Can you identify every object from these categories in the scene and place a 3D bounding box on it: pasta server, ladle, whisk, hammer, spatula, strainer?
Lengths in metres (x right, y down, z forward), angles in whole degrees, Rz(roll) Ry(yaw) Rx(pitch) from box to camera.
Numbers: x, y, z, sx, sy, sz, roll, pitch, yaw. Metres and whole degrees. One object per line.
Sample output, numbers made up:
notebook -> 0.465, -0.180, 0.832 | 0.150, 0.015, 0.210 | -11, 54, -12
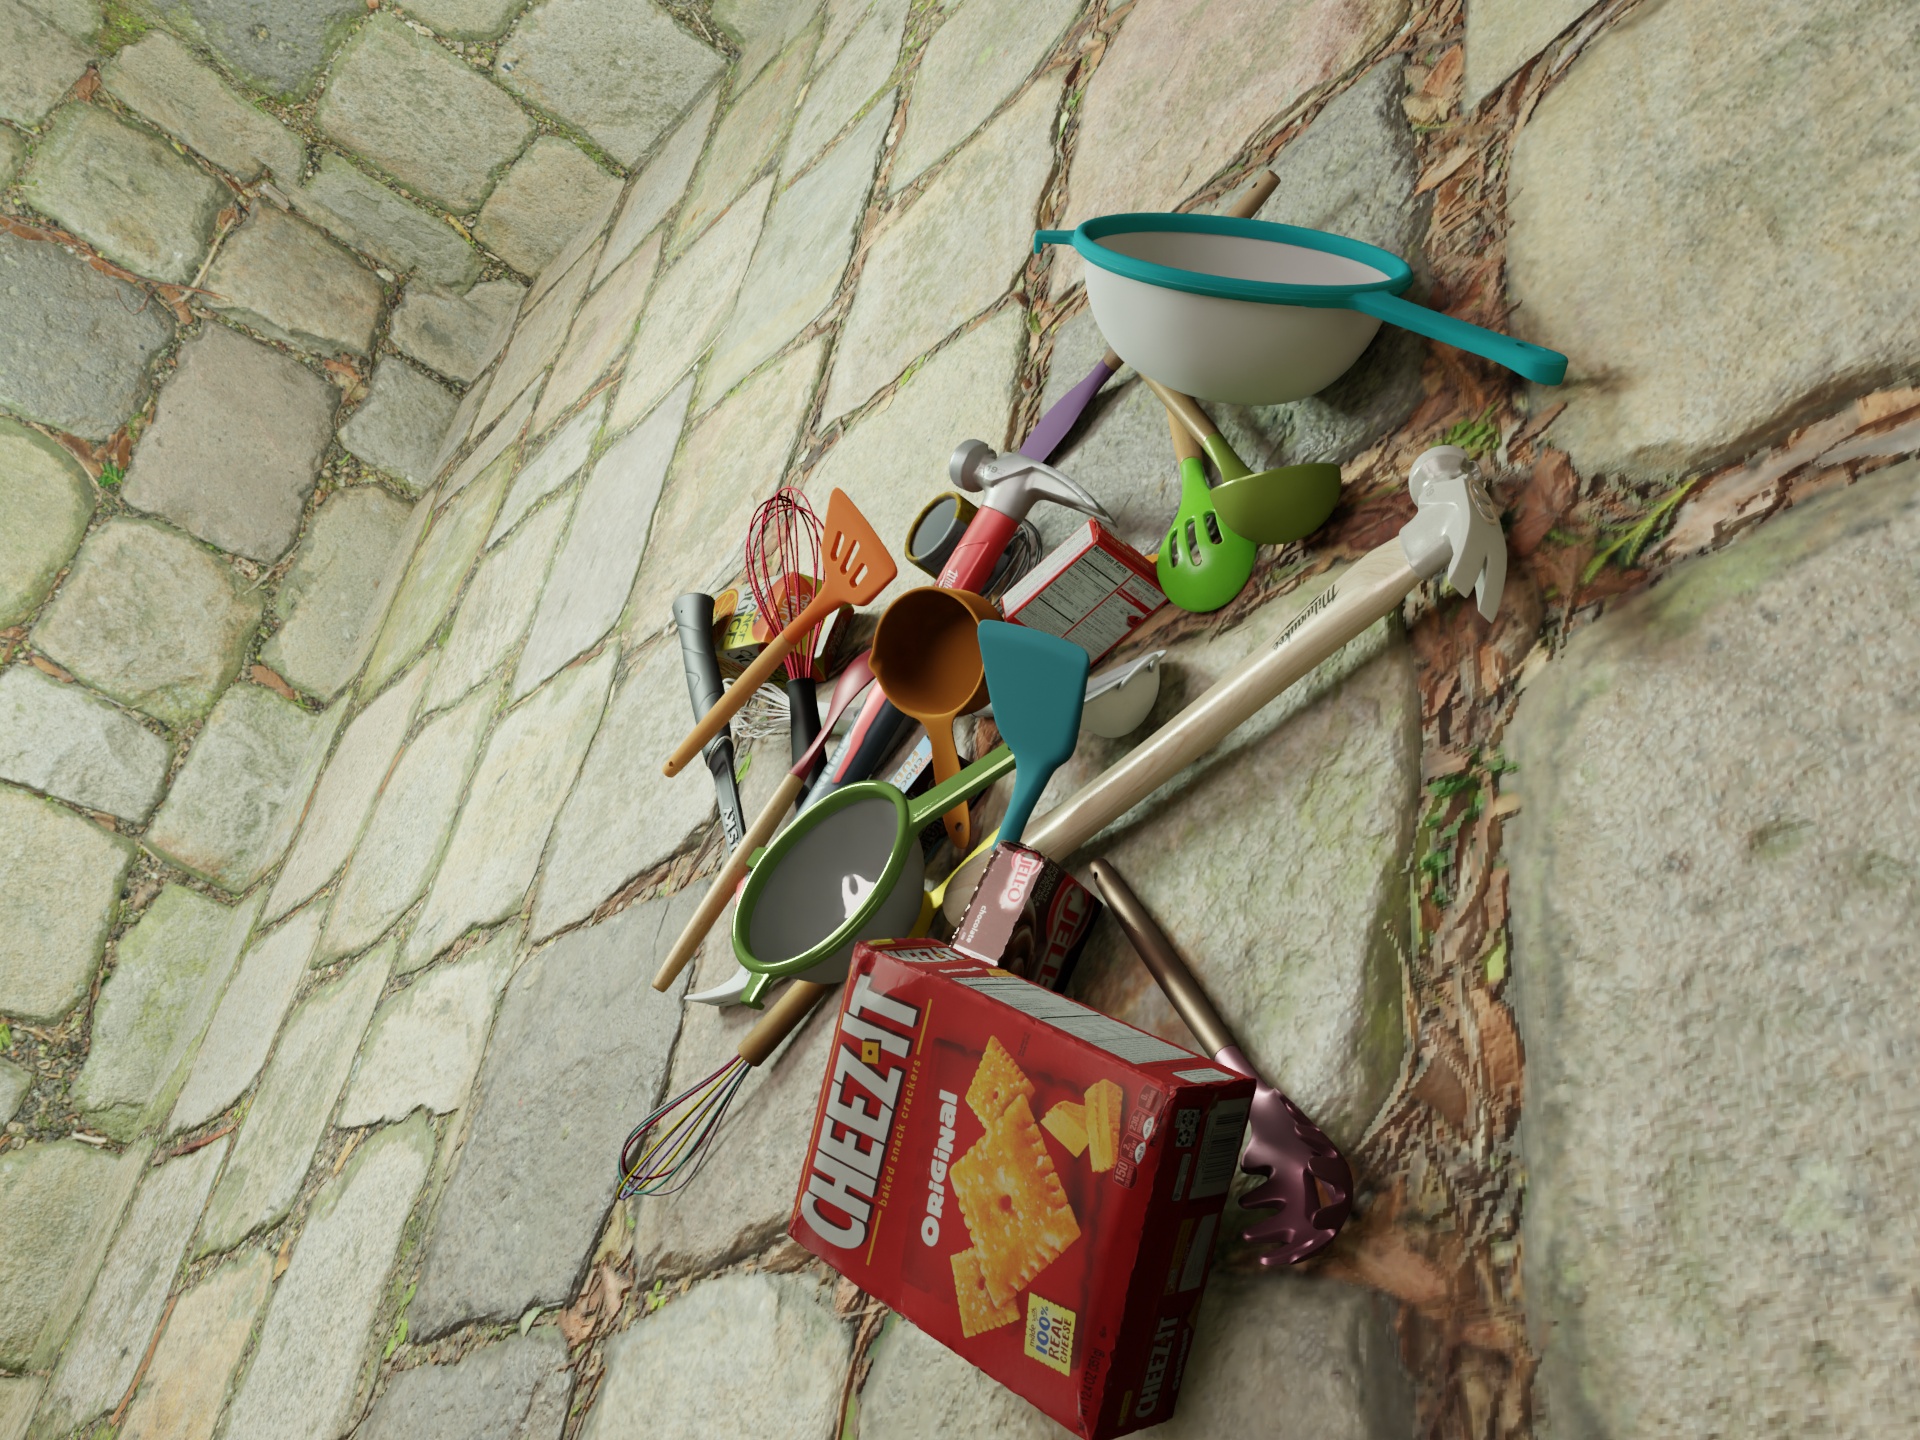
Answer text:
pasta server -> 0.118, 0.153, 0.807 | 0.316, 0.040, 0.060 | -122, 48, -59
ladle -> 0.158, -0.205, 1.044 | 0.321, 0.078, 0.062 | -113, 17, -52
whisk -> -0.165, 0.254, 1.136 | 0.245, 0.047, 0.051 | -48, 42, 8
whisk -> -0.017, -0.053, 1.200 | 0.239, 0.055, 0.055 | -55, 29, 12
whisk -> -0.137, -0.006, 1.337 | 0.058, 0.059, 0.246 | -40, 25, -27
hammer -> -0.195, 0.046, 1.301 | 0.149, 0.036, 0.409 | -44, 45, 28
spatula -> -0.150, -0.049, 1.225 | 0.322, 0.041, 0.081 | -44, 75, 33
strainer -> 0.063, -0.013, 1.047 | 0.087, 0.050, 0.258 | -30, 12, -25
hammer -> 0.130, 0.012, 0.900 | 0.410, 0.038, 0.146 | -41, 17, 31
ladle -> -0.135, 0.065, 1.180 | 0.315, 0.031, 0.069 | -57, 6, -17
spatula -> 0.129, -0.289, 1.203 | 0.316, 0.018, 0.060 | -46, 28, 35
spatula -> 0.010, 0.102, 0.938 | 0.082, 0.044, 0.317 | 19, 95, 36
whisk -> -0.129, -0.049, 1.268 | 0.073, 0.073, 0.296 | -23, 69, 45
strainer -> 0.209, -0.226, 0.963 | 0.341, 0.211, 0.095 | 36, 130, 42
hammer -> -0.037, -0.013, 1.125 | 0.143, 0.038, 0.386 | 30, 88, 38
strainer -> -0.031, 0.088, 1.019 | 0.256, 0.069, 0.152 | -34, 31, 16

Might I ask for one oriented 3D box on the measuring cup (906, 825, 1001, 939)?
measuring cup -> -0.015, 0.105, 1.058 | 0.156, 0.029, 0.062 | -44, 32, 27

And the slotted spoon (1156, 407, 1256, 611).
slotted spoon -> 0.153, -0.189, 1.091 | 0.070, 0.031, 0.314 | -28, 38, 25

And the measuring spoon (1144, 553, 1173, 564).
measuring spoon -> 0.103, -0.094, 1.097 | 0.117, 0.011, 0.021 | -16, 49, 45

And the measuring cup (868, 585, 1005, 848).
measuring cup -> -0.002, -0.003, 1.057 | 0.095, 0.052, 0.173 | -9, 90, 30
